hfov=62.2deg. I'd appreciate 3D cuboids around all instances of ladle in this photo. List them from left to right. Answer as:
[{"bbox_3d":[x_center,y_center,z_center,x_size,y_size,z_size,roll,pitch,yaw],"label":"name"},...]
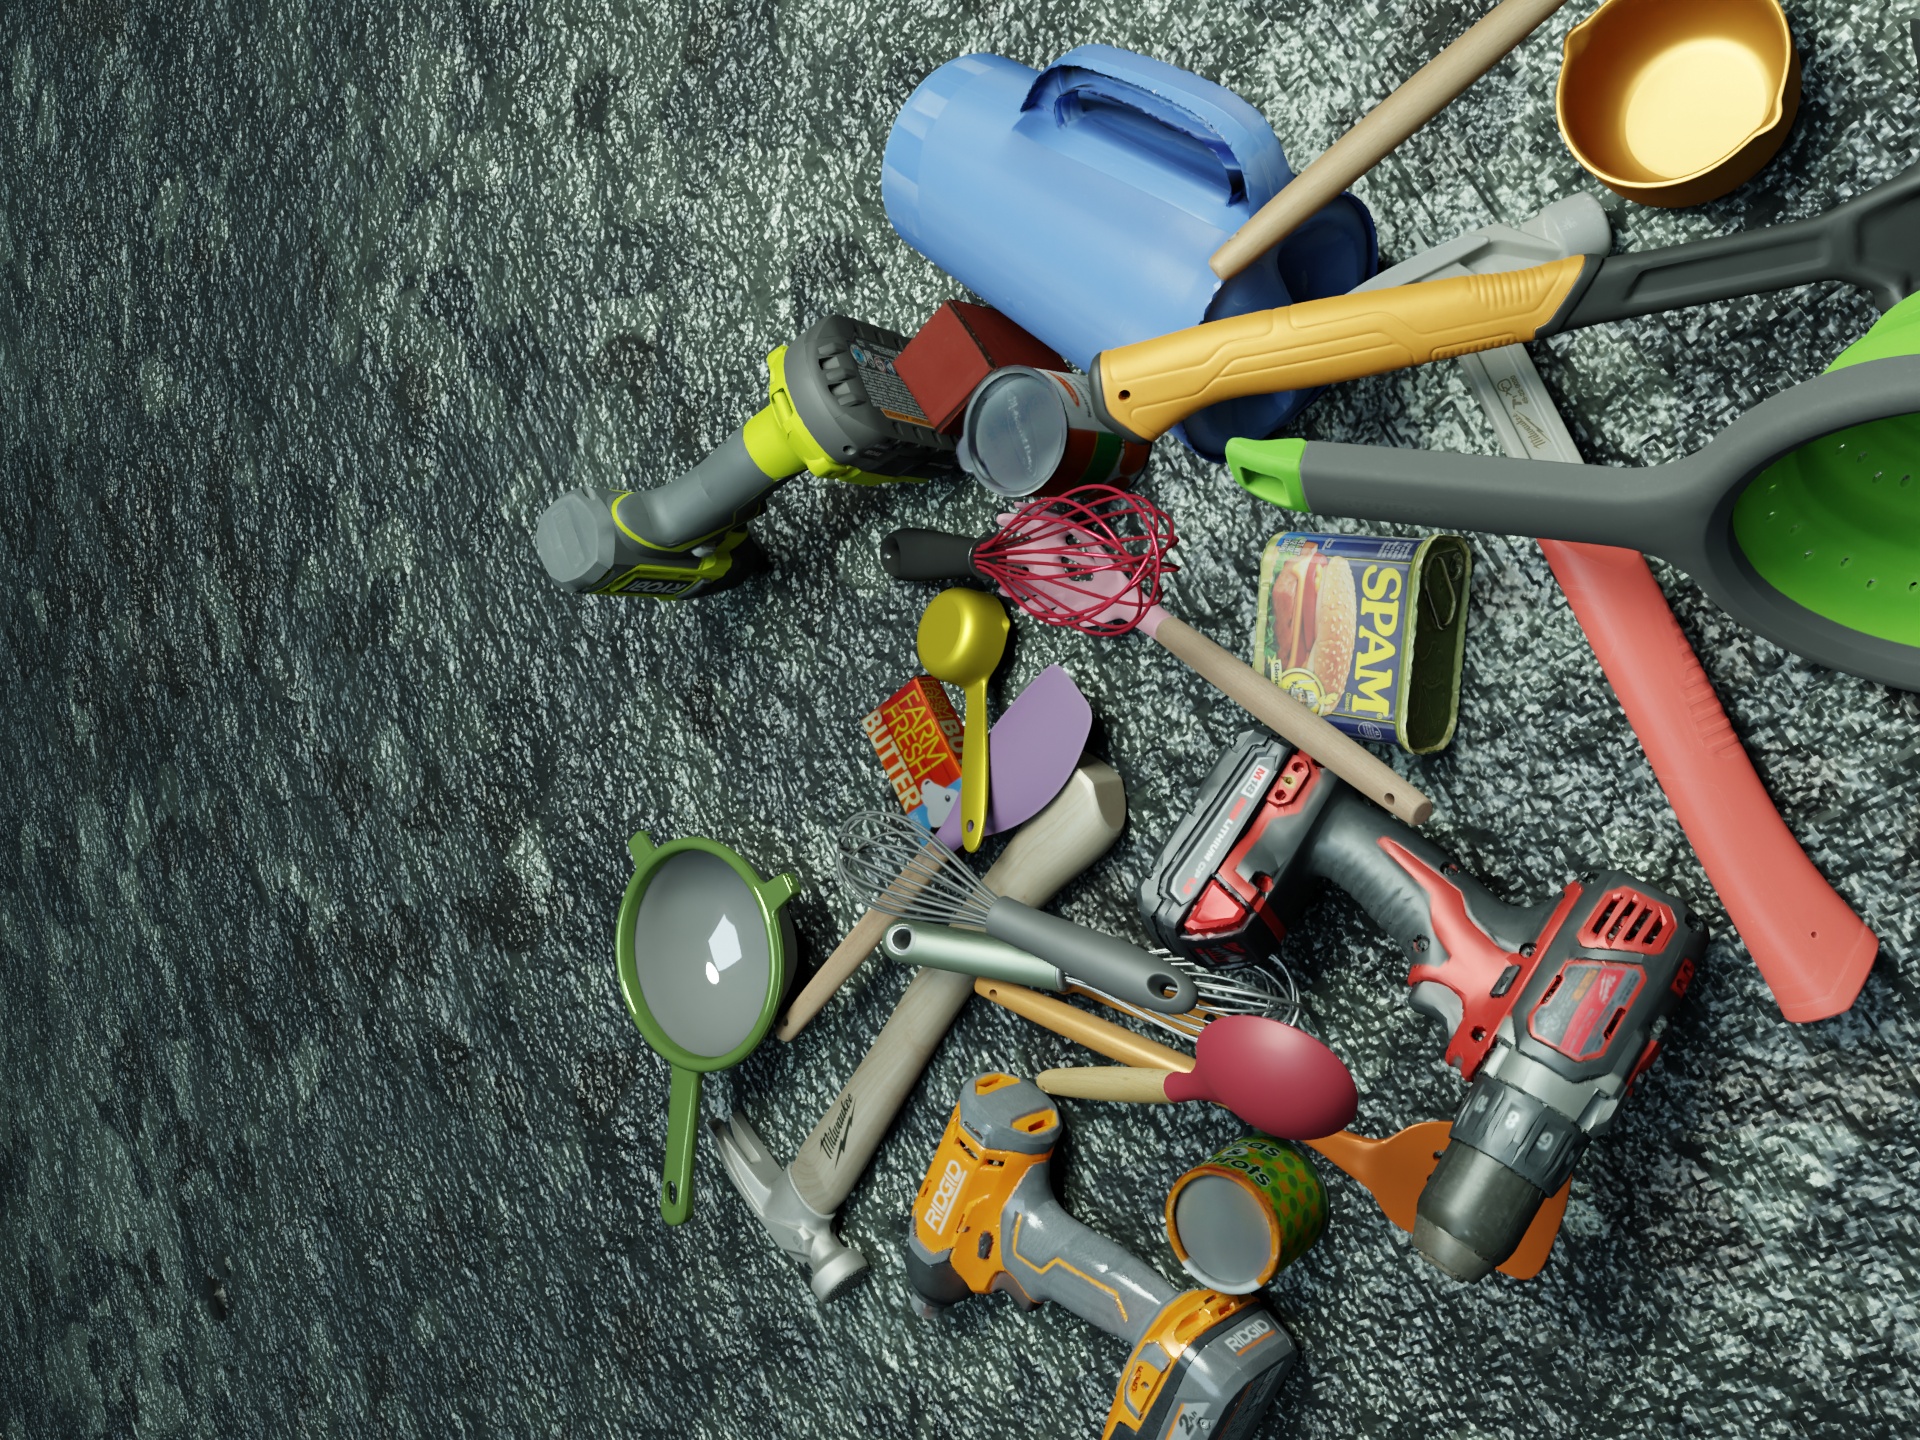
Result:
[{"bbox_3d":[0.095,0.177,0.778,0.069,0.031,0.315,47,159,-3],"label":"ladle"}]

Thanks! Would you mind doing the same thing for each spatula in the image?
[{"bbox_3d":[-0.024,0.092,0.932,0.315,0.018,0.060,-50,56,28],"label":"spatula"},{"bbox_3d":[0.144,0.190,0.820,0.323,0.041,0.081,18,107,33],"label":"spatula"},{"bbox_3d":[0.221,-0.294,0.638,0.317,0.082,0.044,-40,109,8],"label":"spatula"}]

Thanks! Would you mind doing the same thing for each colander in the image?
[{"bbox_3d":[0.299,-0.106,0.596,0.397,0.204,0.094,11,69,27],"label":"colander"}]

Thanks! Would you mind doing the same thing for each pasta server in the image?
[{"bbox_3d":[0.111,-0.032,0.781,0.317,0.040,0.060,44,132,48],"label":"pasta server"}]

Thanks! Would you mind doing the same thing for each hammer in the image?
[{"bbox_3d":[-0.029,0.175,0.969,0.146,0.038,0.410,46,120,27],"label":"hammer"},{"bbox_3d":[0.215,-0.172,0.635,0.337,0.034,0.127,-9,114,16],"label":"hammer"},{"bbox_3d":[0.274,-0.040,0.678,0.149,0.036,0.359,-25,82,6],"label":"hammer"}]

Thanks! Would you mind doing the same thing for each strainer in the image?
[{"bbox_3d":[-0.158,0.202,1.045,0.151,0.069,0.256,11,97,37],"label":"strainer"}]

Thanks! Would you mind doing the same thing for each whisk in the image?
[{"bbox_3d":[0.023,0.102,0.846,0.239,0.055,0.055,21,107,33],"label":"whisk"},{"bbox_3d":[0.024,-0.085,0.832,0.296,0.073,0.073,13,105,63],"label":"whisk"},{"bbox_3d":[0.065,0.135,0.857,0.246,0.059,0.058,5,76,28],"label":"whisk"}]

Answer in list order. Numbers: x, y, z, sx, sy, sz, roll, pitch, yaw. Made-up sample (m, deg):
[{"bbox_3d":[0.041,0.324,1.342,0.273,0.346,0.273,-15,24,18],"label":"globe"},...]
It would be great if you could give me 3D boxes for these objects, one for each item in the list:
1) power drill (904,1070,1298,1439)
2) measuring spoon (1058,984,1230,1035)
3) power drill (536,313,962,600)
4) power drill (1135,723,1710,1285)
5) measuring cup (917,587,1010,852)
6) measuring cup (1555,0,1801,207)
[{"bbox_3d":[0.059,0.328,0.890,0.227,0.084,0.164,37,117,34],"label":"power drill"},{"bbox_3d":[0.101,0.154,0.883,0.117,0.011,0.021,12,102,33],"label":"measuring spoon"},{"bbox_3d":[-0.113,-0.138,0.929,0.223,0.171,0.080,-27,78,28],"label":"power drill"},{"bbox_3d":[0.192,0.120,0.722,0.227,0.080,0.188,29,81,32],"label":"power drill"},{"bbox_3d":[-0.001,-0.003,0.898,0.062,0.029,0.157,-23,59,46],"label":"measuring cup"},{"bbox_3d":[0.315,-0.290,0.639,0.095,0.052,0.173,40,110,30],"label":"measuring cup"}]
